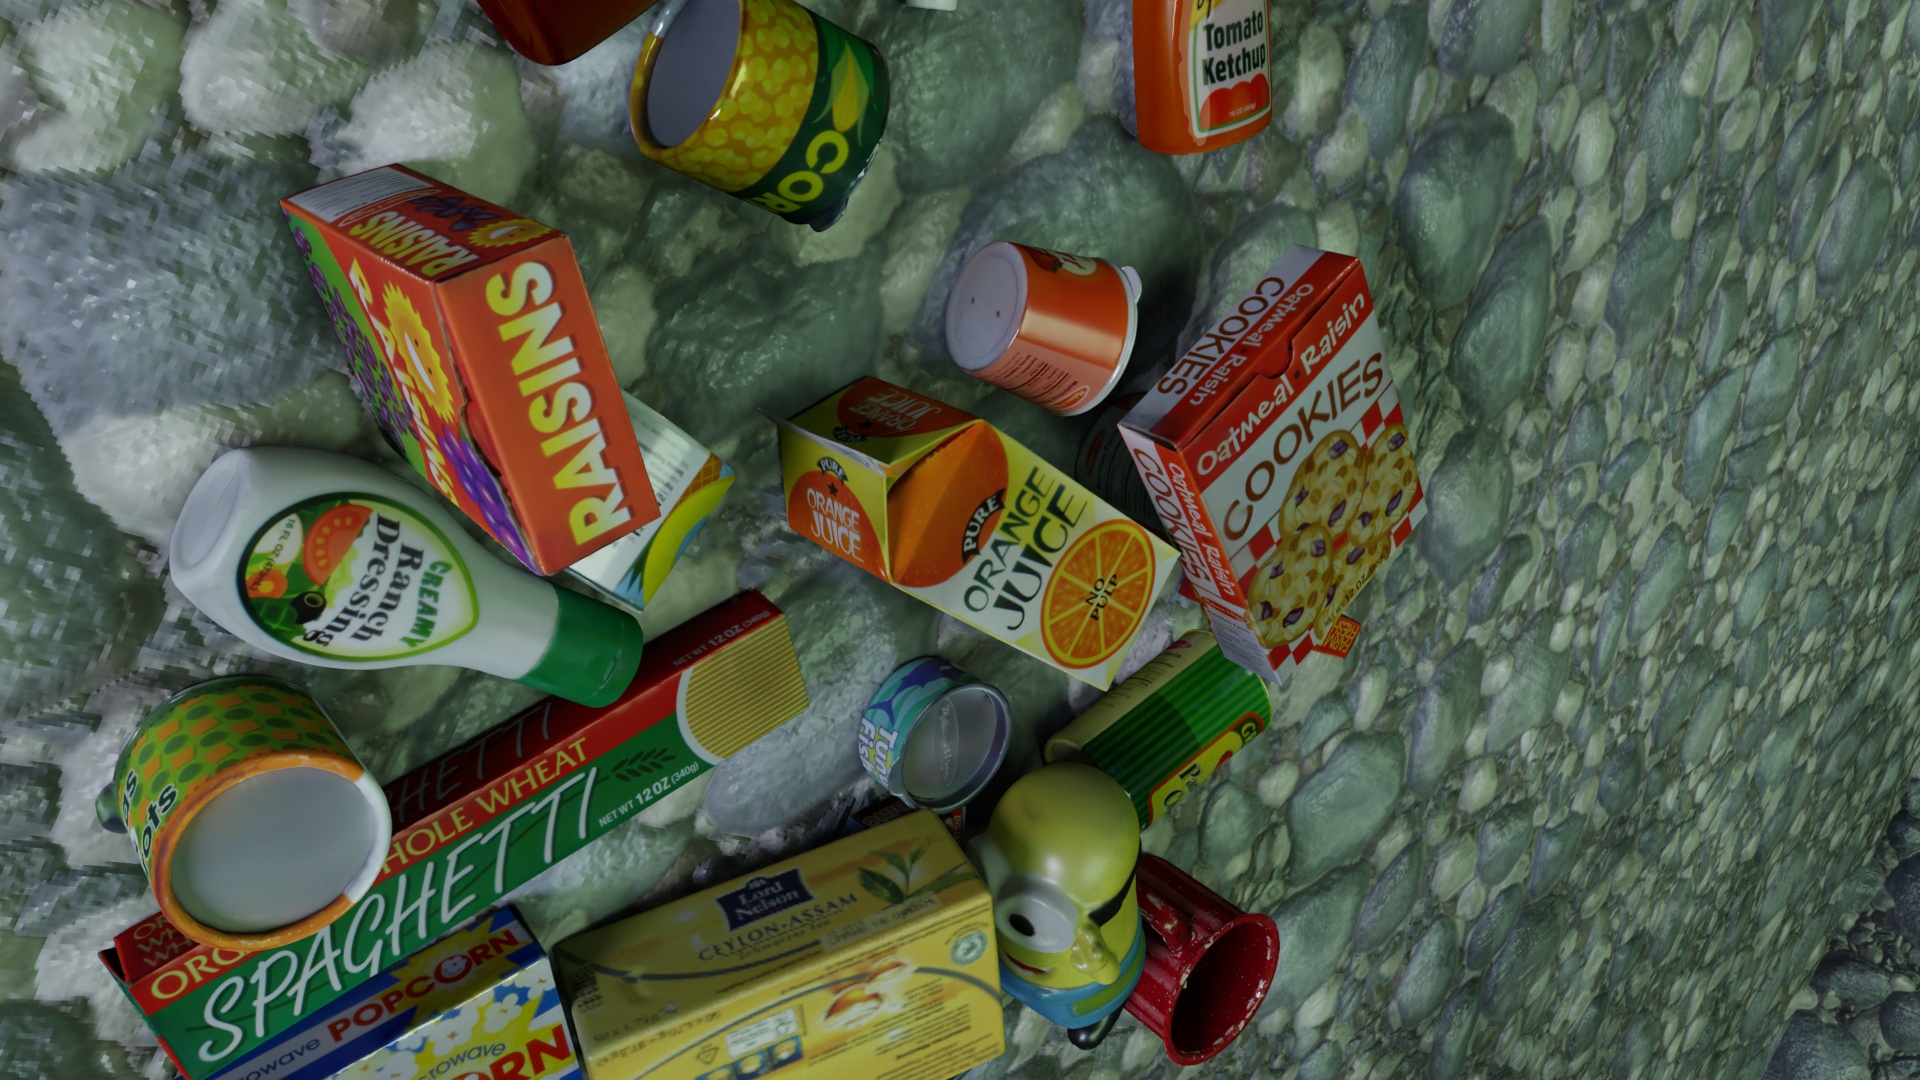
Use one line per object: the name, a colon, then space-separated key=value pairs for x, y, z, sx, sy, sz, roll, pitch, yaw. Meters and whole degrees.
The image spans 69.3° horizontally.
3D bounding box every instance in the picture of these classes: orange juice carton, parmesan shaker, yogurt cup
orange juice carton: x=0.002 y=-0.007 z=0.574 sx=0.192 sy=0.072 sz=0.073 roll=29 pitch=88 yaw=-45
parmesan shaker: x=0.101 y=0.101 z=0.718 sx=0.103 sy=0.071 sz=0.071 roll=-34 pitch=128 yaw=-25
yogurt cup: x=0.030 y=-0.089 z=0.568 sx=0.054 sy=0.072 sz=0.072 roll=11 pitch=101 yaw=-36

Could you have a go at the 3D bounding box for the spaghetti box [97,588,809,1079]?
spaghetti box: x=-0.167 y=0.098 z=0.502 sx=0.251 sy=0.029 sz=0.050 roll=-30 pitch=126 yaw=-29

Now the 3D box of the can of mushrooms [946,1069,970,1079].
can of mushrooms: x=-0.017 y=0.241 z=0.698 sx=0.071 sy=0.033 sz=0.070 roll=-19 pitch=121 yaw=-34

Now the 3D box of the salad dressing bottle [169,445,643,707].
salad dressing bottle: x=-0.171 y=0.018 z=0.450 sx=0.147 sy=0.044 sz=0.064 roll=29 pitch=88 yaw=-45

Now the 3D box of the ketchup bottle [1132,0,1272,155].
ketchup bottle: x=0.098 y=-0.240 z=0.573 sx=0.065 sy=0.043 sz=0.148 roll=-28 pitch=125 yaw=-30

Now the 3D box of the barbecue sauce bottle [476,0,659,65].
barbecue sauce bottle: x=-0.087 y=-0.211 z=0.421 sx=0.149 sy=0.044 sz=0.064 roll=-45 pitch=132 yaw=-18

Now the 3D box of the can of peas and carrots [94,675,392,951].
can of peas and carrots: x=-0.220 y=0.083 z=0.426 sx=0.071 sy=0.059 sz=0.070 roll=-19 pitch=120 yaw=-35

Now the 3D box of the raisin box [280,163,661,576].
raisin box: x=-0.139 y=-0.052 z=0.390 sx=0.040 sy=0.123 sz=0.085 roll=-30 pitch=127 yaw=-29

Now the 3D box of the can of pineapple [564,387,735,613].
can of pineapple: x=-0.118 y=-0.017 z=0.468 sx=0.058 sy=0.071 sz=0.071 roll=-56 pitch=135 yaw=-6

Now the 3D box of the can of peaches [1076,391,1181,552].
can of peaches: x=0.100 y=-0.032 z=0.660 sx=0.071 sy=0.058 sz=0.071 roll=-18 pitch=120 yaw=-35

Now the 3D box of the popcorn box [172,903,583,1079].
popcorn box: x=-0.207 y=0.203 z=0.507 sx=0.127 sy=0.038 sz=0.084 roll=-24 pitch=123 yaw=-32

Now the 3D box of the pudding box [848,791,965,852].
pudding box: x=-0.025 y=0.161 z=0.656 sx=0.050 sy=0.030 sz=0.083 roll=-17 pitch=120 yaw=-36

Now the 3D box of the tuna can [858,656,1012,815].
tuna can: x=-0.013 y=0.089 z=0.631 sx=0.071 sy=0.033 sz=0.070 roll=-19 pitch=121 yaw=-35

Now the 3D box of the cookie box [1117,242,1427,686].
cookie box: x=0.149 y=-0.031 z=0.632 sx=0.123 sy=0.040 sz=0.166 roll=-46 pitch=133 yaw=-16

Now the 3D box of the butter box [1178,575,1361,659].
butter box: x=0.170 y=0.037 z=0.757 sx=0.103 sy=0.053 sz=0.024 roll=17 pitch=99 yaw=-45

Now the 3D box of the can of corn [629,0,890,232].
can of corn: x=-0.066 y=-0.142 z=0.453 sx=0.058 sy=0.071 sz=0.071 roll=15 pitch=99 yaw=-43
